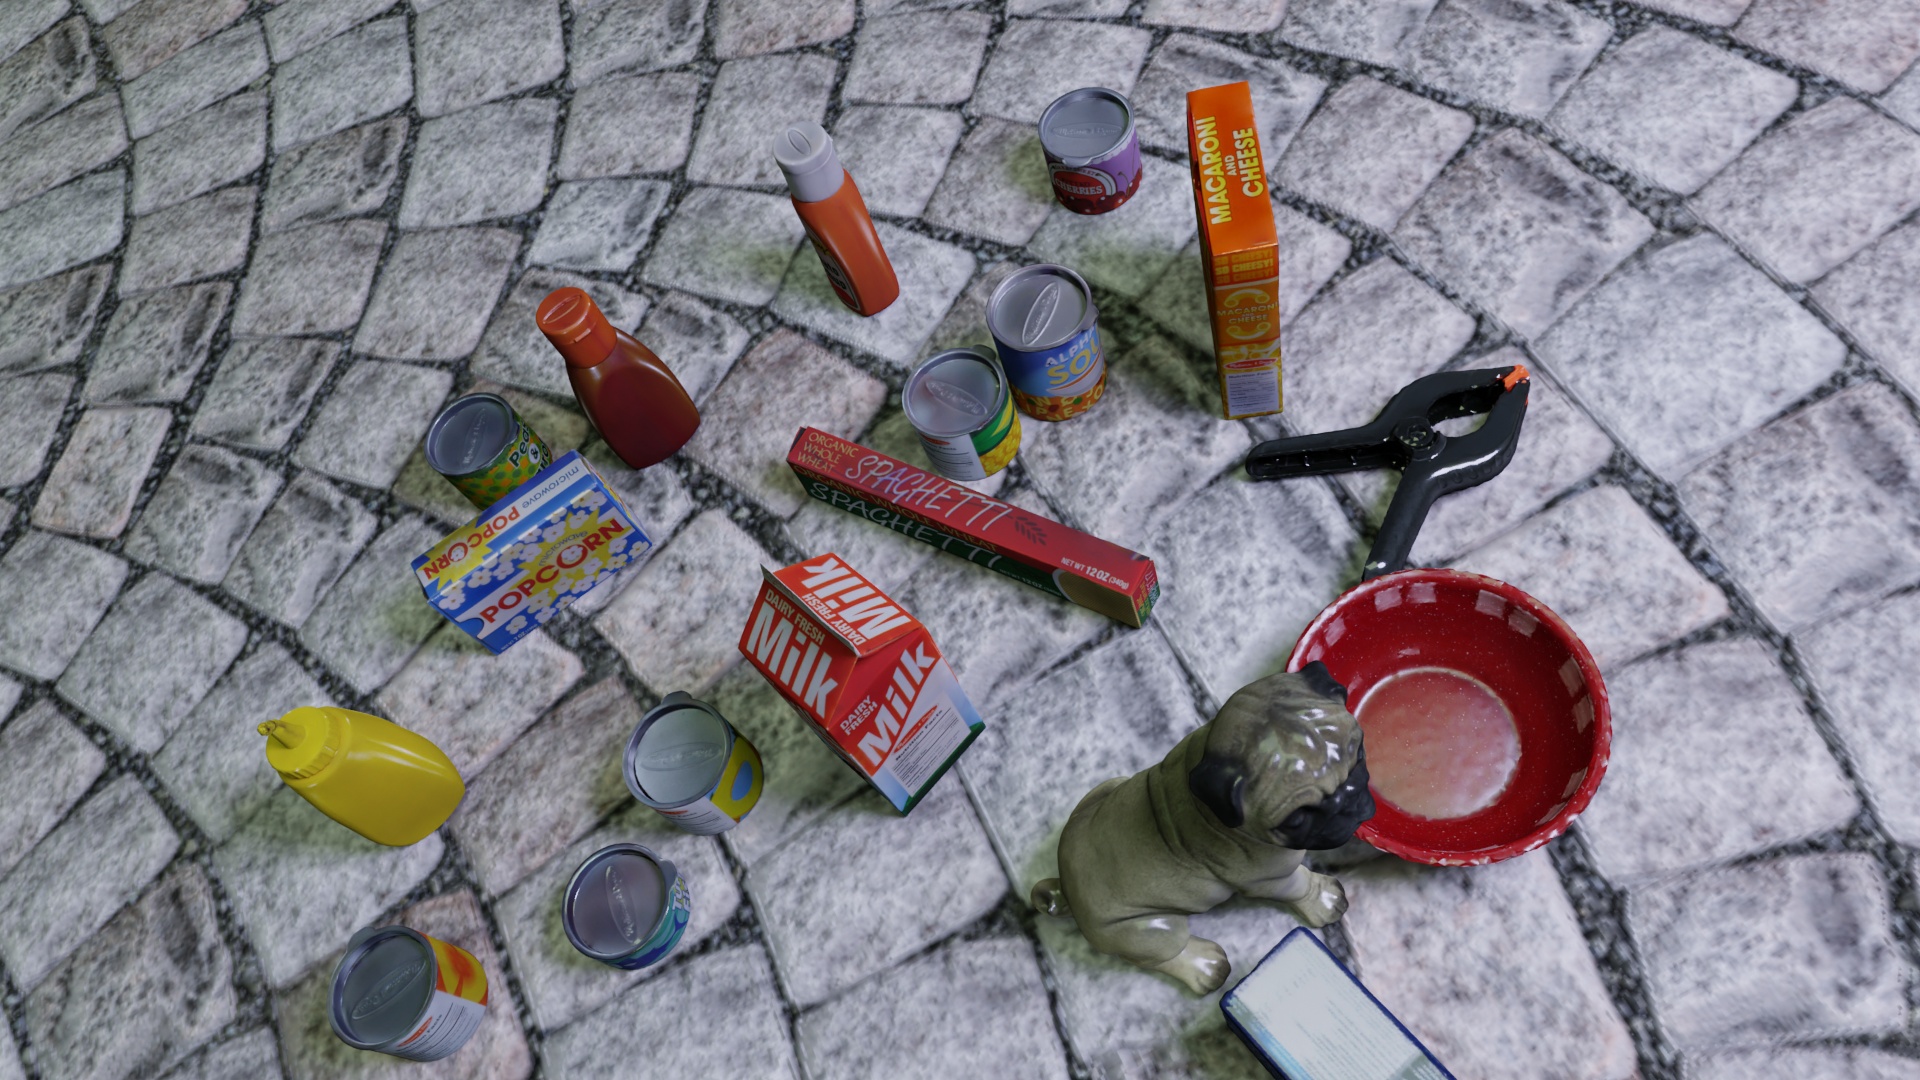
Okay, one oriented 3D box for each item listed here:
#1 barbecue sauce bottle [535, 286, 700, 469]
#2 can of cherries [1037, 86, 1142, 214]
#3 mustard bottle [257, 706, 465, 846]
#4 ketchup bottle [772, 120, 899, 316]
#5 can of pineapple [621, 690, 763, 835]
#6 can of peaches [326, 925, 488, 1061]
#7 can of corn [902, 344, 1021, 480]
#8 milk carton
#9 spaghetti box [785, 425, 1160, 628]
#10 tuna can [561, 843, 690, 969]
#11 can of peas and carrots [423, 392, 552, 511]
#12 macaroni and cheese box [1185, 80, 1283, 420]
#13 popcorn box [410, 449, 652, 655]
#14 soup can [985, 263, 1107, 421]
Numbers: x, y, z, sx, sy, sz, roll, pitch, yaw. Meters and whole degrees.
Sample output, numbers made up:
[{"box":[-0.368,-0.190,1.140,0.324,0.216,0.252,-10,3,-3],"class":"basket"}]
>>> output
[{"box":[-0.225,-0.107,0.907,0.065,0.148,0.044,-38,60,-7],"class":"barbecue sauce bottle"},{"box":[0.090,-0.269,0.967,0.071,0.058,0.072,-6,61,11],"class":"can of cherries"},{"box":[-0.353,0.129,0.805,0.049,0.159,0.065,37,77,28],"class":"mustard bottle"},{"box":[-0.084,-0.216,0.930,0.043,0.148,0.065,-35,60,-5],"class":"ketchup bottle"},{"box":[-0.155,0.132,0.814,0.071,0.057,0.071,-6,61,11],"class":"can of pineapple"},{"box":[-0.312,0.255,0.786,0.071,0.058,0.071,-6,61,11],"class":"can of peaches"},{"box":[0.004,-0.082,0.888,0.071,0.058,0.071,-6,61,11],"class":"can of corn"},{"box":[-0.054,0.073,0.743,0.072,0.190,0.073,37,77,28],"class":"milk carton"},{"box":[0.003,-0.011,0.855,0.250,0.050,0.029,22,70,23],"class":"spaghetti box"},{"box":[-0.188,0.208,0.795,0.071,0.032,0.071,-6,61,11],"class":"tuna can"},{"box":[-0.322,-0.060,0.958,0.071,0.058,0.071,-6,61,11],"class":"can of peas and carrots"},{"box":[0.165,-0.168,0.832,0.040,0.166,0.124,-8,61,10],"class":"macaroni and cheese box"},{"box":[-0.273,0.009,0.894,0.127,0.085,0.038,-36,60,-6],"class":"popcorn box"},{"box":[0.059,-0.123,0.882,0.071,0.083,0.071,-6,61,11],"class":"soup can"}]
